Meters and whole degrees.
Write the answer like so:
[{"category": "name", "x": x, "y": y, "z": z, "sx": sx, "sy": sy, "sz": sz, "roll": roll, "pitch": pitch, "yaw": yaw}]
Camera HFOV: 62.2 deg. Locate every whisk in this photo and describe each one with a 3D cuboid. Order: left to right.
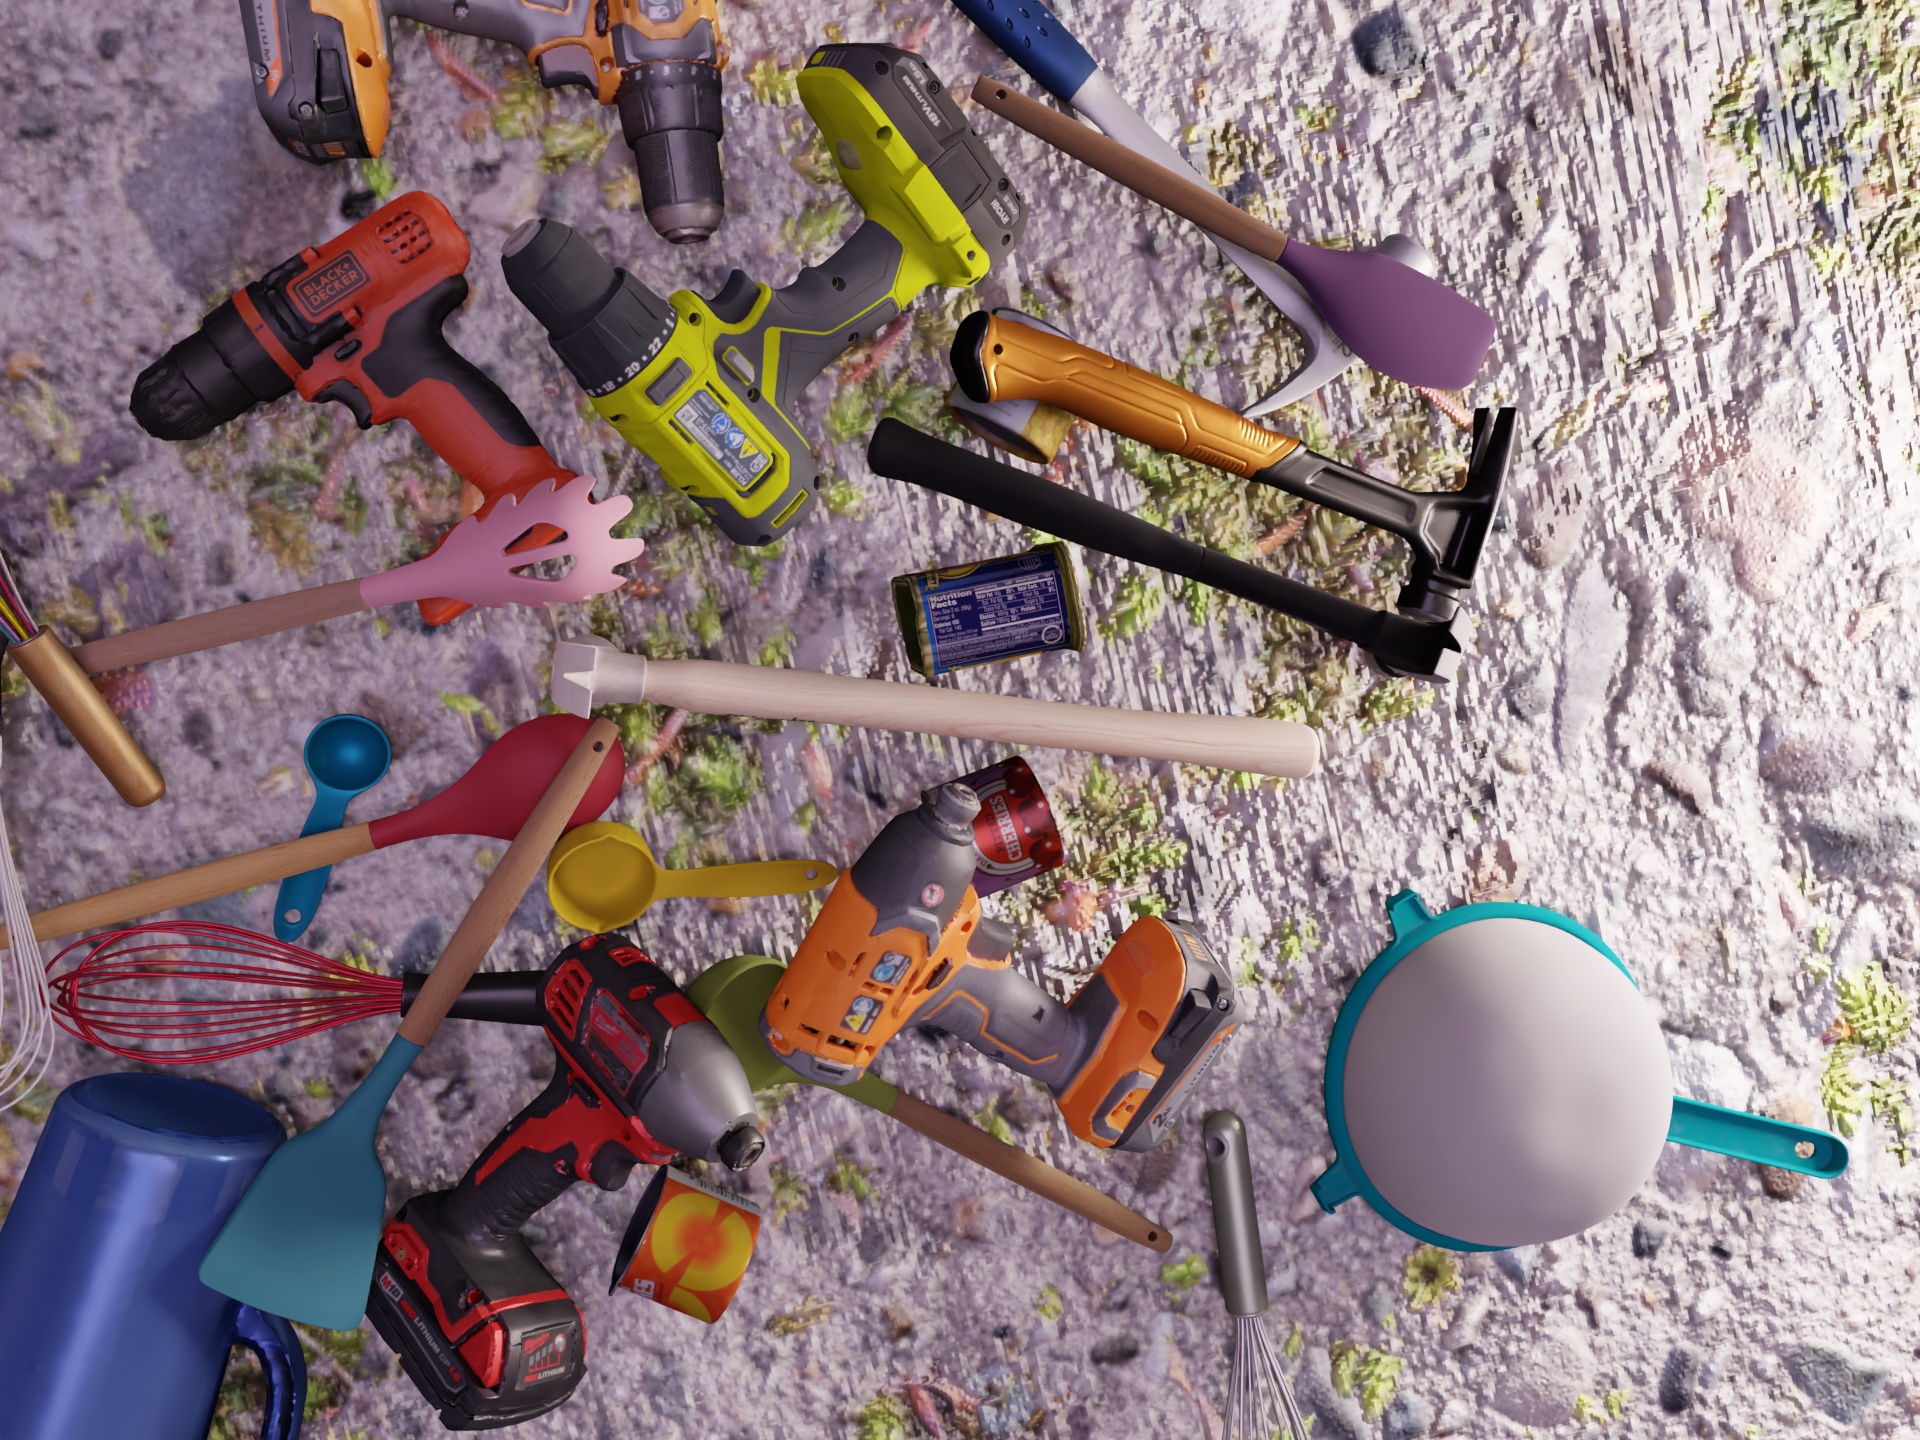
[{"category": "whisk", "x": -0.468, "y": 0.047, "z": 0.754, "sx": 0.070, "sy": 0.070, "sz": 0.285, "roll": -5, "pitch": 75, "yaw": -9}, {"category": "whisk", "x": -0.452, "y": -0.059, "z": 0.749, "sx": 0.051, "sy": 0.047, "sz": 0.244, "roll": -55, "pitch": 134, "yaw": -42}, {"category": "whisk", "x": -0.306, "y": 0.140, "z": 0.814, "sx": 0.295, "sy": 0.073, "sz": 0.073, "roll": 4, "pitch": 93, "yaw": -17}, {"category": "whisk", "x": 0.167, "y": 0.346, "z": 0.916, "sx": 0.059, "sy": 0.058, "sz": 0.246, "roll": -9, "pitch": 93, "yaw": -44}]

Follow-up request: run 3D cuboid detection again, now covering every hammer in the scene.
[{"category": "hammer", "x": -0.001, "y": -0.003, "z": 0.824, "sx": 0.410, "sy": 0.146, "sz": 0.038, "roll": 6, "pitch": 93, "yaw": -15}, {"category": "hammer", "x": 0.070, "y": -0.331, "z": 0.858, "sx": 0.405, "sy": 0.035, "sz": 0.144, "roll": 42, "pitch": 86, "yaw": -10}, {"category": "hammer", "x": 0.110, "y": -0.090, "z": 0.844, "sx": 0.334, "sy": 0.146, "sz": 0.035, "roll": 20, "pitch": 92, "yaw": -2}, {"category": "hammer", "x": 0.150, "y": -0.153, "z": 0.843, "sx": 0.336, "sy": 0.034, "sz": 0.127, "roll": 15, "pitch": 95, "yaw": -24}]

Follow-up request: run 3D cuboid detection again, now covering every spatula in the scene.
[{"category": "spatula", "x": -0.252, "y": 0.138, "z": 0.783, "sx": 0.082, "sy": 0.044, "sz": 0.317, "roll": 34, "pitch": 81, "yaw": -28}, {"category": "spatula", "x": 0.147, "y": -0.261, "z": 0.848, "sx": 0.315, "sy": 0.018, "sz": 0.060, "roll": 25, "pitch": 89, "yaw": -11}]

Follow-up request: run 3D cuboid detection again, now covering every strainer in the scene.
[{"category": "strainer", "x": 0.384, "y": 0.230, "z": 0.916, "sx": 0.340, "sy": 0.095, "sz": 0.211, "roll": 14, "pitch": 91, "yaw": -9}]

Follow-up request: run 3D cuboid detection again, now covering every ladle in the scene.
[{"category": "ladle", "x": -0.324, "y": 0.064, "z": 0.805, "sx": 0.315, "sy": 0.031, "sz": 0.069, "roll": -16, "pitch": 112, "yaw": -11}, {"category": "ladle", "x": -0.012, "y": 0.222, "z": 0.869, "sx": 0.320, "sy": 0.062, "sz": 0.078, "roll": 30, "pitch": 80, "yaw": -13}]

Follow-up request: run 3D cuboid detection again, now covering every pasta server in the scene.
[{"category": "pasta server", "x": -0.308, "y": -0.058, "z": 0.773, "sx": 0.316, "sy": 0.040, "sz": 0.060, "roll": -12, "pitch": 105, "yaw": 12}]

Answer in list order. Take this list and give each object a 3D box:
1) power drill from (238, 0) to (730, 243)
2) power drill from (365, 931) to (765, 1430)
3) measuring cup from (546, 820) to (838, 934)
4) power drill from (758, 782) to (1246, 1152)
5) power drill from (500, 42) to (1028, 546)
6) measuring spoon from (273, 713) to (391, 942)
[{"category": "power drill", "x": -0.227, "y": -0.325, "z": 0.789, "sx": 0.226, "sy": 0.084, "sz": 0.185, "roll": -9, "pitch": 97, "yaw": -13}, {"category": "power drill", "x": -0.191, "y": 0.230, "z": 0.785, "sx": 0.143, "sy": 0.078, "sz": 0.219, "roll": 38, "pitch": 98, "yaw": 28}, {"category": "measuring cup", "x": -0.143, "y": 0.080, "z": 0.854, "sx": 0.156, "sy": 0.029, "sz": 0.062, "roll": 0, "pitch": 117, "yaw": -23}, {"category": "power drill", "x": 0.031, "y": 0.128, "z": 0.815, "sx": 0.226, "sy": 0.084, "sz": 0.164, "roll": 21, "pitch": 109, "yaw": -26}, {"category": "power drill", "x": -0.094, "y": -0.225, "z": 0.791, "sx": 0.228, "sy": 0.080, "sz": 0.190, "roll": -47, "pitch": 125, "yaw": -5}, {"category": "measuring spoon", "x": -0.331, "y": 0.055, "z": 0.826, "sx": 0.042, "sy": 0.021, "sz": 0.128, "roll": 18, "pitch": 99, "yaw": -23}]
